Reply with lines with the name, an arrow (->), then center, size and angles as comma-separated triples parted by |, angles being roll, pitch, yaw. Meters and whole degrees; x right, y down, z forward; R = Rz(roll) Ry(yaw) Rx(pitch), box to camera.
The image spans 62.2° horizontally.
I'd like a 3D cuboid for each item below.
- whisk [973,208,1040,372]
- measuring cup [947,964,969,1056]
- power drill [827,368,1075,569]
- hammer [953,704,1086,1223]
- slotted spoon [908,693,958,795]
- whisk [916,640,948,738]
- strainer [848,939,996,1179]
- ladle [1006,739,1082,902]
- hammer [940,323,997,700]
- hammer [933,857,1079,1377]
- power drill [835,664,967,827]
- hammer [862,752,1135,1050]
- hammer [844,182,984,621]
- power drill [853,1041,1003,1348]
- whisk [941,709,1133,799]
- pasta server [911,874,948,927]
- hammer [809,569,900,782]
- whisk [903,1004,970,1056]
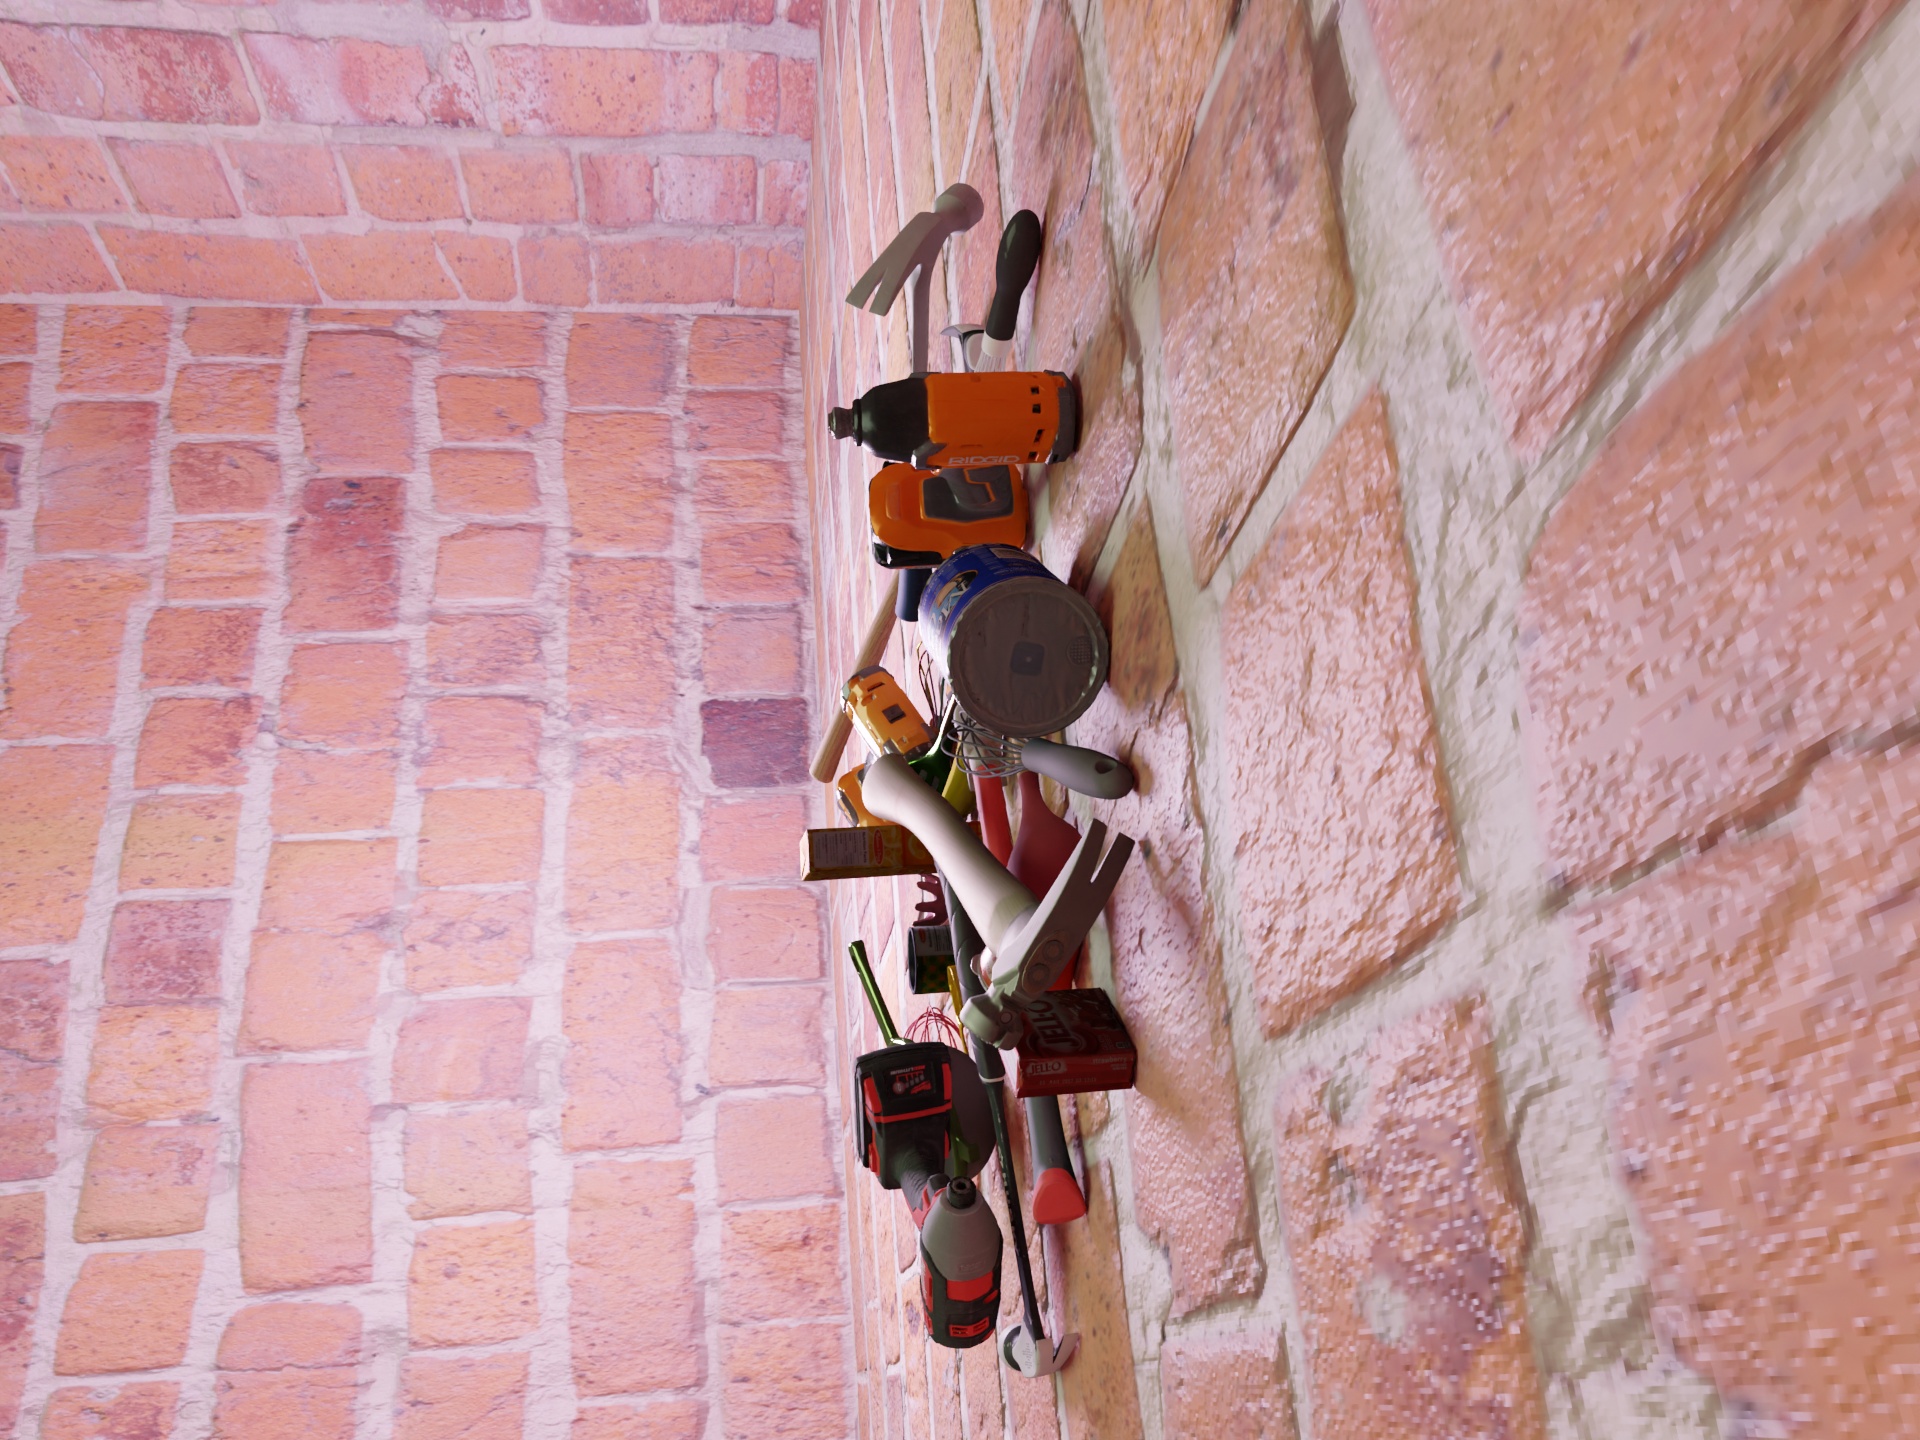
whisk -> 0.022, -0.269, 1.240 | 0.284, 0.070, 0.070 | 105, 162, -45
measuring cup -> 0.016, 0.298, 1.475 | 0.062, 0.029, 0.156 | -129, 27, -73
power drill -> -0.016, -0.181, 1.142 | 0.226, 0.164, 0.084 | 114, 153, -74
hammer -> 0.043, 0.180, 1.190 | 0.143, 0.038, 0.387 | 81, 180, -62
slotted spoon -> -0.002, -0.004, 1.407 | 0.031, 0.070, 0.313 | -47, -15, -41
whisk -> -0.023, -0.011, 1.592 | 0.244, 0.047, 0.051 | 96, 167, -56
strainer -> -0.029, 0.308, 1.459 | 0.257, 0.069, 0.151 | 64, 154, 27
ladle -> 0.049, 0.025, 1.157 | 0.069, 0.031, 0.316 | -35, 34, 23
hammer -> 0.005, -0.180, 1.414 | 0.127, 0.034, 0.336 | -118, 28, -69
hammer -> 0.027, 0.291, 1.225 | 0.149, 0.036, 0.409 | 121, 141, -70
power drill -> -0.057, 0.072, 1.627 | 0.185, 0.084, 0.226 | 54, 157, 24
hammer -> 0.001, 0.081, 1.112 | 0.146, 0.038, 0.411 | -58, 21, 4
hammer -> -0.038, -0.231, 1.317 | 0.144, 0.035, 0.405 | -51, -23, -34
power drill -> -0.022, 0.355, 1.230 | 0.220, 0.078, 0.143 | -120, 27, -58
whisk -> 0.048, 0.023, 1.036 | 0.239, 0.055, 0.055 | -163, 71, -66
pasta server -> -0.038, 0.214, 1.702 | 0.316, 0.040, 0.060 | 108, 167, -74
hammer -> -0.088, -0.087, 1.679 | 0.130, 0.031, 0.331 | -105, 37, -73
whisk -> -0.010, 0.424, 1.543 | 0.073, 0.073, 0.296 | 130, 131, -77
